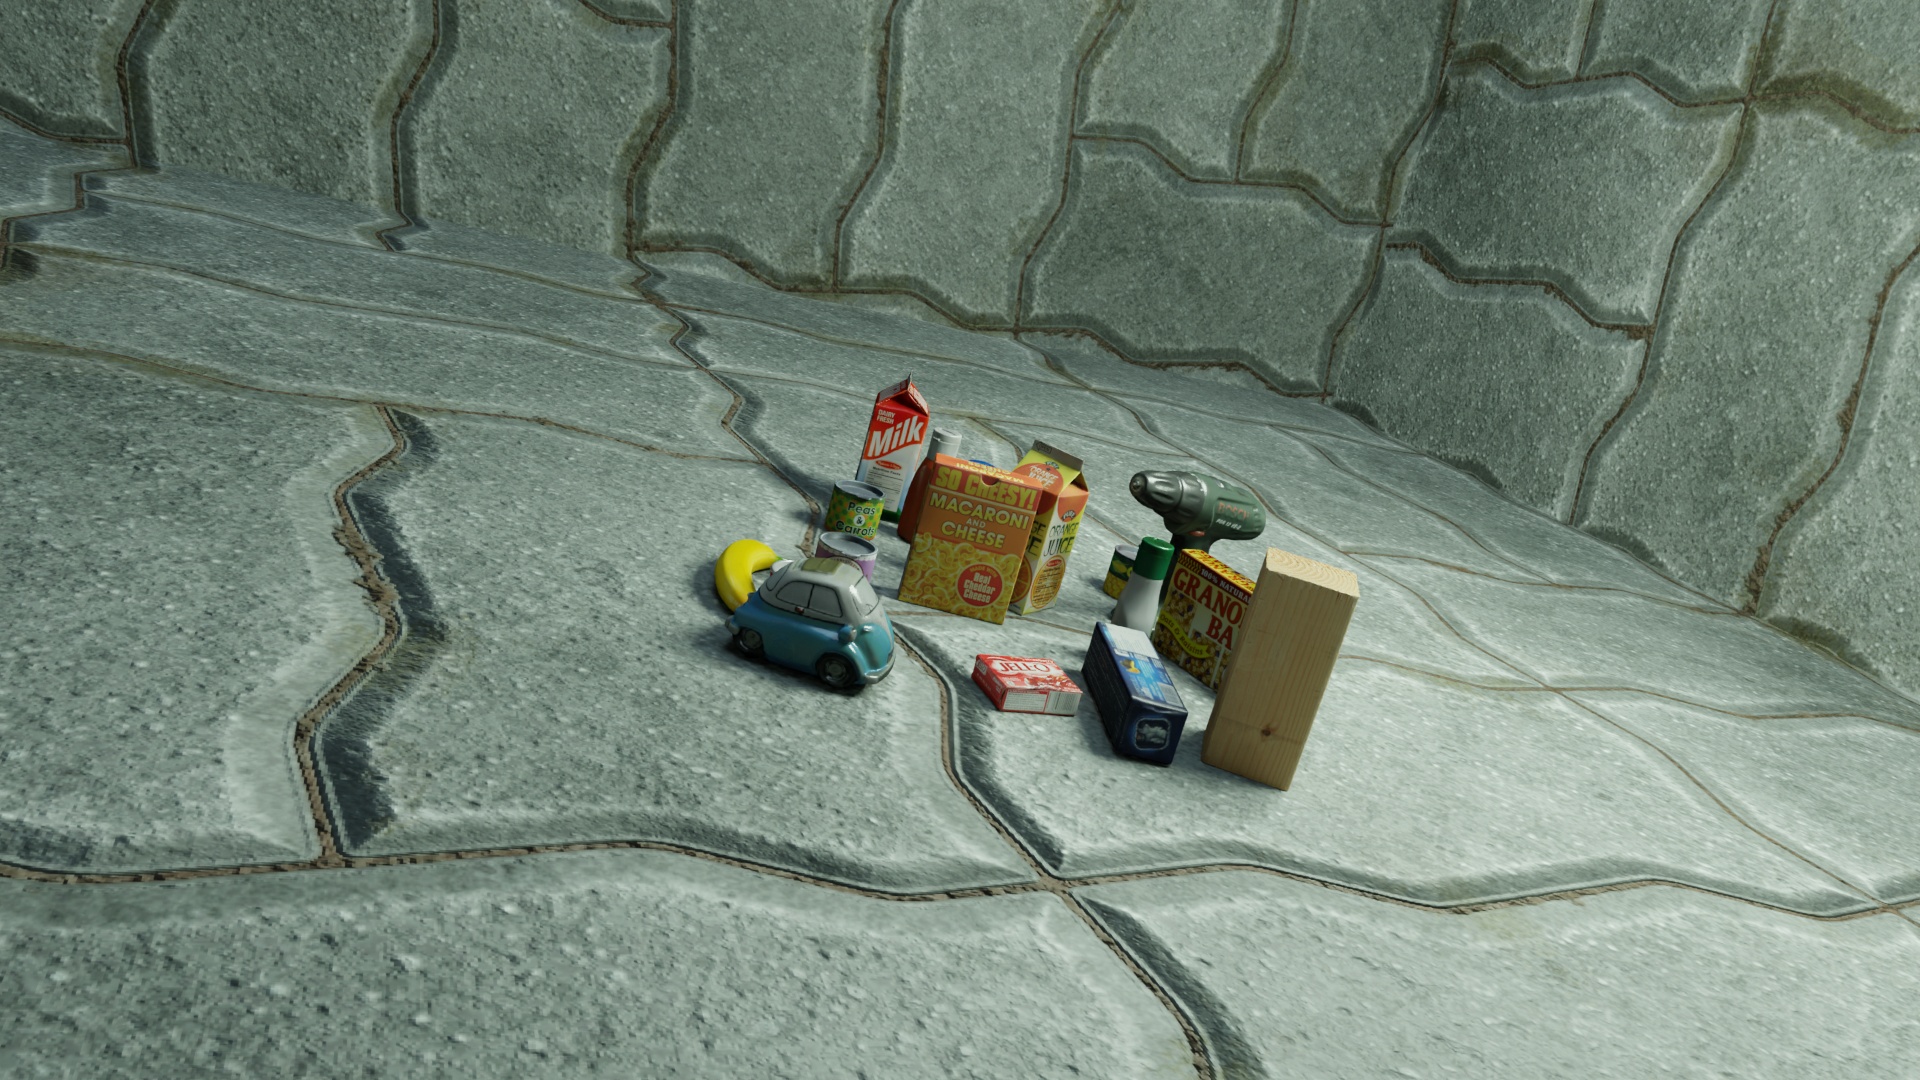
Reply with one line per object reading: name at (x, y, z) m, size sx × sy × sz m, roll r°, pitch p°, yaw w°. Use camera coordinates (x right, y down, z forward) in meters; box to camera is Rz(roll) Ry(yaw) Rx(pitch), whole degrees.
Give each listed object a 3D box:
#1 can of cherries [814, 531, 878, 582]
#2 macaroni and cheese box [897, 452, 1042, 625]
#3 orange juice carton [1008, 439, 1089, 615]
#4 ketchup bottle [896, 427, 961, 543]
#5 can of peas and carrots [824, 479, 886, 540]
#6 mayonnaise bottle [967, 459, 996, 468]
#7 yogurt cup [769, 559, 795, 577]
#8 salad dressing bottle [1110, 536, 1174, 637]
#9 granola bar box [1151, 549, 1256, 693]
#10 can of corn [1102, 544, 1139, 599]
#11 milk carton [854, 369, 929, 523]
can of cherries at (-0.129, 0.030, 1.509) m, size 0.071 × 0.058 × 0.072 m, roll 14°, pitch 17°, yaw -4°
macaroni and cheese box at (0.010, 0.000, 1.544) m, size 0.124 × 0.166 × 0.040 m, roll 14°, pitch 16°, yaw -6°
orange juice carton at (0.089, -0.017, 1.621) m, size 0.072 × 0.192 × 0.073 m, roll 26°, pitch 19°, yaw 30°
ketchup bottle at (-0.035, -0.067, 1.745) m, size 0.065 × 0.148 × 0.043 m, roll 29°, pitch 21°, yaw 37°
can of peas and carrots at (-0.130, -0.037, 1.720) m, size 0.071 × 0.058 × 0.071 m, roll 14°, pitch 17°, yaw -4°
mayonnaise bottle at (0.006, -0.021, 1.635) m, size 0.065 × 0.147 × 0.041 m, roll 8°, pitch 18°, yaw -25°
yogurt cup at (-0.163, 0.056, 1.401) m, size 0.072 × 0.053 × 0.072 m, roll 14°, pitch 17°, yaw -4°
salad dressing bottle at (0.194, 0.070, 1.517) m, size 0.044 × 0.147 × 0.064 m, roll 13°, pitch 16°, yaw -9°
granola bar box at (0.293, 0.098, 1.555) m, size 0.039 × 0.123 × 0.166 m, roll 4°, pitch 20°, yaw -36°
can of corn at (0.222, 0.045, 1.774) m, size 0.071 × 0.058 × 0.071 m, roll 14°, pitch 17°, yaw -4°
milk carton at (-0.088, -0.127, 1.816) m, size 0.073 × 0.190 × 0.072 m, roll 14°, pitch 16°, yaw -6°
